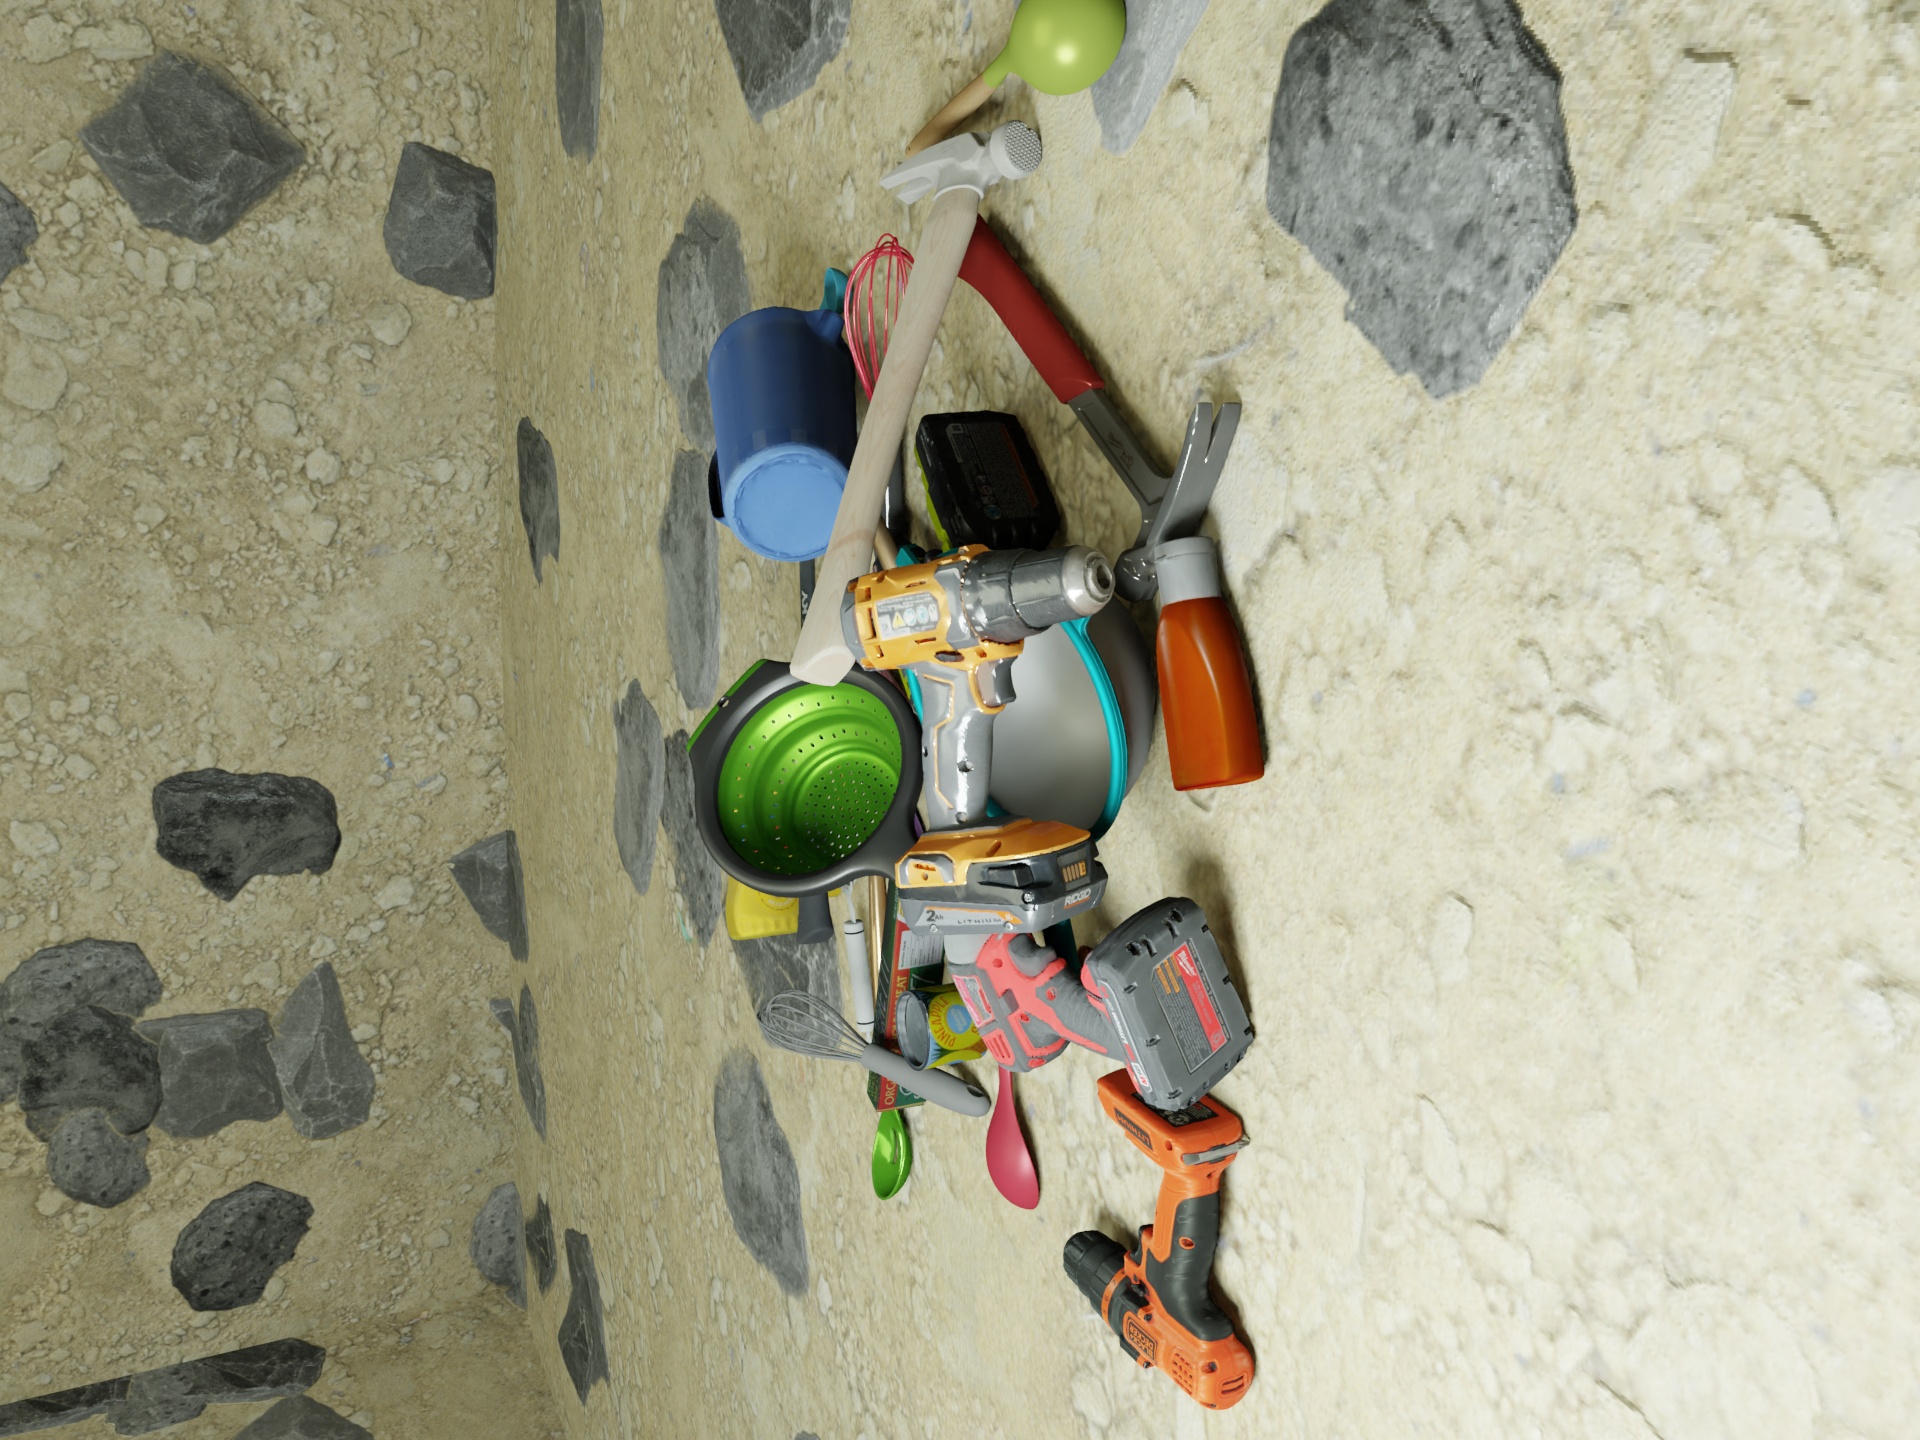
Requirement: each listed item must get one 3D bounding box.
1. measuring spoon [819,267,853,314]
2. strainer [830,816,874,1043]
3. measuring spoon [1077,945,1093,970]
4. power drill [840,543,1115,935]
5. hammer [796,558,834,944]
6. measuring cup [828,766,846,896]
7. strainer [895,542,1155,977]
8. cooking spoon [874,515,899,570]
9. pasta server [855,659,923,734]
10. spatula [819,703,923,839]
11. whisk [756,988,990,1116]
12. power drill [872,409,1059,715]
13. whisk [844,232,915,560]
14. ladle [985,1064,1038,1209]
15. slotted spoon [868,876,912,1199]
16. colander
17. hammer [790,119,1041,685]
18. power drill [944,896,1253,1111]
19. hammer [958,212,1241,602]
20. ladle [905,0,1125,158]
[{"bbox_3d":[-0.118,-0.373,1.466,0.128,0.021,0.042,133,127,-68],"label":"measuring spoon"},{"bbox_3d":[-0.100,0.186,1.502,0.087,0.050,0.258,-160,61,-69],"label":"strainer"},{"bbox_3d":[0.075,0.181,1.176,0.117,0.011,0.021,146,115,-65],"label":"measuring spoon"},{"bbox_3d":[0.025,0.008,0.942,0.185,0.084,0.226,-8,93,41],"label":"power drill"},{"bbox_3d":[-0.139,-0.001,1.439,0.149,0.036,0.409,-2,89,58],"label":"hammer"},{"bbox_3d":[-0.133,0.107,1.561,0.062,0.029,0.156,-129,40,-49],"label":"measuring cup"},{"bbox_3d":[0.074,0.032,1.070,0.211,0.095,0.340,17,127,49],"label":"strainer"},{"bbox_3d":[-0.002,-0.004,1.178,0.069,0.017,0.319,-8,107,64],"label":"cooking spoon"},{"bbox_3d":[-0.036,0.005,1.335,0.317,0.040,0.060,43,125,53],"label":"pasta server"},{"bbox_3d":[-0.095,0.037,1.486,0.316,0.018,0.059,53,139,45],"label":"spatula"},{"bbox_3d":[-0.076,0.287,1.362,0.239,0.055,0.055,18,115,28],"label":"whisk"},{"bbox_3d":[-0.011,-0.127,1.218,0.223,0.080,0.171,118,138,-53],"label":"power drill"},{"bbox_3d":[-0.060,-0.252,1.321,0.073,0.073,0.295,-137,41,-54],"label":"whisk"},{"bbox_3d":[0.035,0.230,1.247,0.069,0.031,0.315,6,98,63],"label":"ladle"},{"bbox_3d":[-0.069,0.283,1.471,0.070,0.031,0.314,-3,90,64],"label":"slotted spoon"},{"bbox_3d":[-0.057,0.101,1.285,0.397,0.204,0.094,38,176,32],"label":"colander"},{"bbox_3d":[-0.053,-0.222,1.112,0.146,0.038,0.411,2,71,49],"label":"hammer"},{"bbox_3d":[0.071,0.167,1.024,0.220,0.078,0.143,-4,114,55],"label":"power drill"},{"bbox_3d":[0.070,-0.250,1.072,0.359,0.036,0.149,62,146,37],"label":"hammer"},{"bbox_3d":[0.025,-0.448,1.134,0.320,0.062,0.078,-171,83,-70],"label":"ladle"}]
